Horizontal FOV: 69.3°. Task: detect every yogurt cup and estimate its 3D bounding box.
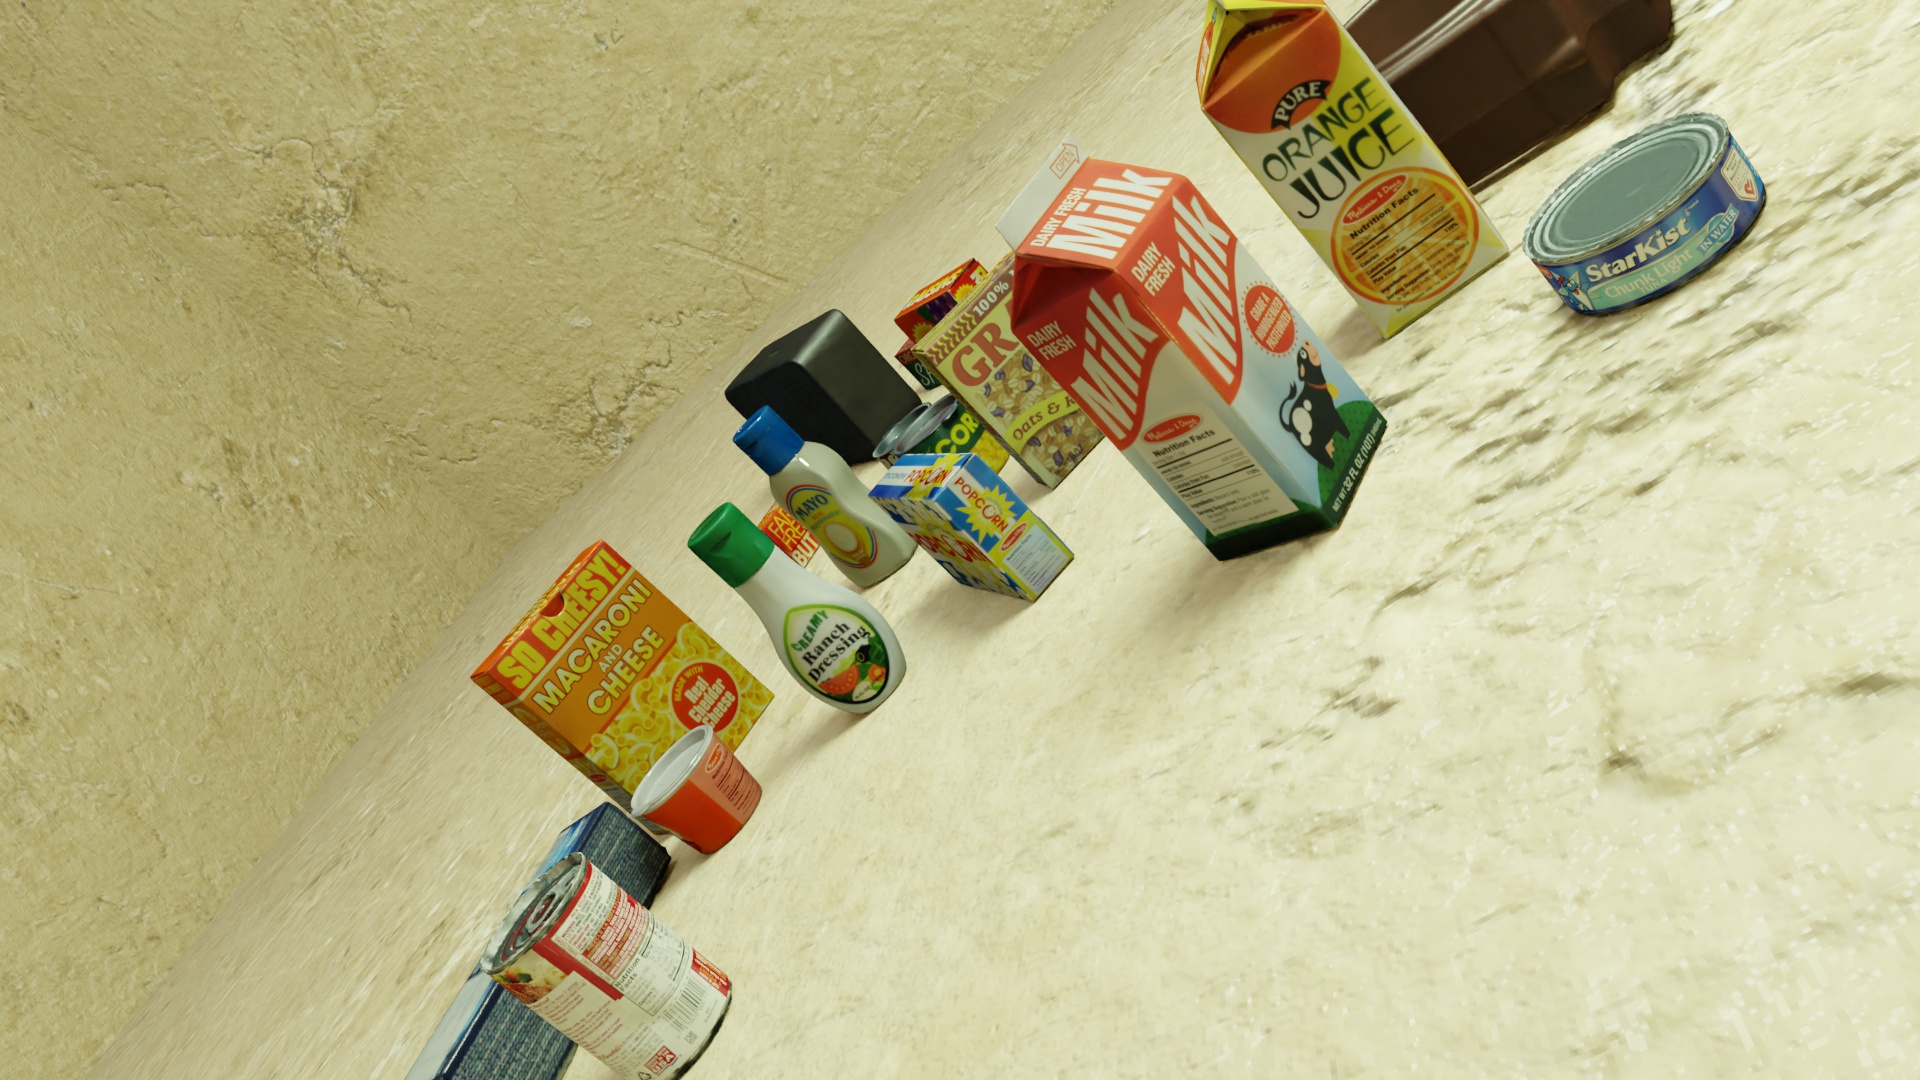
[{"bbox_3d":[-0.160,0.156,0.859,0.072,0.054,0.073,-40,17,15],"label":"yogurt cup"}]

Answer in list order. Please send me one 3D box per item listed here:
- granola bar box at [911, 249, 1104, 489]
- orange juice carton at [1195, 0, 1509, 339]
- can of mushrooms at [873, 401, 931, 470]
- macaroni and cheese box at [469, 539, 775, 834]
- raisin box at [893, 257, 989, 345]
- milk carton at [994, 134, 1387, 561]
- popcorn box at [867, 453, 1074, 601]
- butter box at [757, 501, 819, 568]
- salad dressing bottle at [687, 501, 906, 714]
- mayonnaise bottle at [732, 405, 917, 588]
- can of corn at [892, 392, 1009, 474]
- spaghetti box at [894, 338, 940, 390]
[{"bbox_3d":[0.070,-0.135,0.891,0.166,0.124,0.039,-46,17,-5],"label":"granola bar box"},{"bbox_3d":[0.177,-0.200,0.678,0.073,0.192,0.072,-37,18,24],"label":"orange juice carton"},{"bbox_3d":[-0.040,-0.083,1.176,0.071,0.033,0.071,-40,18,15],"label":"can of mushrooms"},{"bbox_3d":[-0.226,0.100,0.949,0.040,0.166,0.124,-22,28,53],"label":"macaroni and cheese box"},{"bbox_3d":[0.021,-0.139,1.013,0.040,0.123,0.086,-53,18,-24],"label":"raisin box"},{"bbox_3d":[0.093,-0.086,0.607,0.073,0.190,0.073,-22,28,52],"label":"milk carton"},{"bbox_3d":[0.003,-0.010,0.819,0.038,0.085,0.126,-48,17,-12],"label":"popcorn box"},{"bbox_3d":[-0.140,-0.021,1.229,0.024,0.053,0.104,-28,24,45],"label":"butter box"},{"bbox_3d":[-0.097,0.040,0.825,0.064,0.147,0.044,-43,17,4],"label":"salad dressing bottle"},{"bbox_3d":[-0.099,-0.033,0.999,0.064,0.148,0.041,-32,21,36],"label":"mayonnaise bottle"},{"bbox_3d":[-0.005,-0.066,1.013,0.071,0.058,0.071,-40,17,15],"label":"can of corn"},{"bbox_3d":[0.018,-0.187,1.261,0.029,0.050,0.249,-53,19,-25],"label":"spaghetti box"}]
